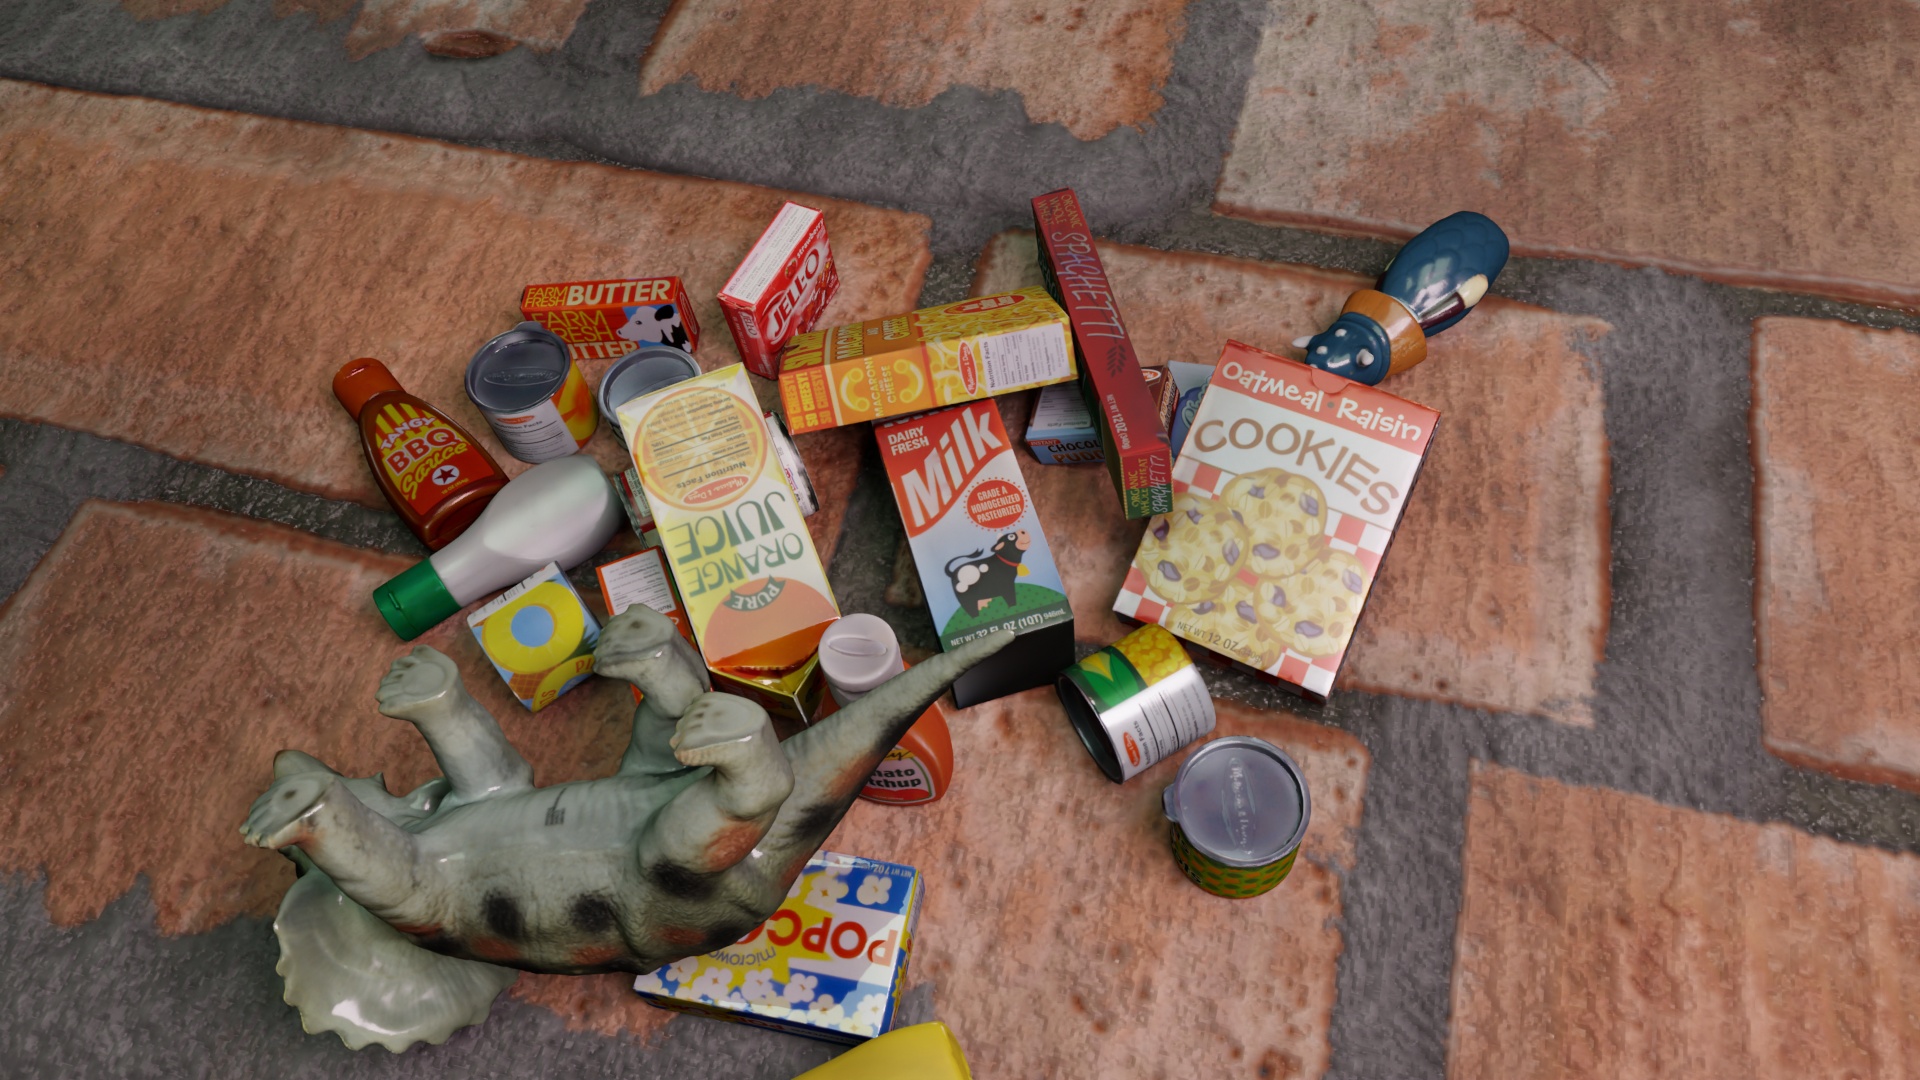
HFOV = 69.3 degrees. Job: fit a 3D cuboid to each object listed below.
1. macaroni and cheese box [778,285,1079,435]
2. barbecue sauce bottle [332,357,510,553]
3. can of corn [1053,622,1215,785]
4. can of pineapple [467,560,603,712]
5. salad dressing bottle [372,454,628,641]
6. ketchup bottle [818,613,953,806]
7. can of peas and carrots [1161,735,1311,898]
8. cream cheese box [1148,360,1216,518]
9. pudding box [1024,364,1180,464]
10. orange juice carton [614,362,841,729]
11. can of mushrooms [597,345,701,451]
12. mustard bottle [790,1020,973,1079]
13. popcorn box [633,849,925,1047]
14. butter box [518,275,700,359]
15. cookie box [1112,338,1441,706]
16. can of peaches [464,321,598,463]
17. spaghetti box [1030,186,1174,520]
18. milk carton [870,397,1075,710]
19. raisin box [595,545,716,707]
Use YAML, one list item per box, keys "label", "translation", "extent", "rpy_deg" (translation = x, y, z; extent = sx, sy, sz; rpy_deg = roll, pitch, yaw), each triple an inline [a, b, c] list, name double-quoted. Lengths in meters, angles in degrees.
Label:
- label: "macaroni and cheese box"
  translation: [-0.022, -0.111, 0.829]
  extent: [0.166, 0.040, 0.124]
  rpy_deg: [-11, 19, -1]
- label: "barbecue sauce bottle"
  translation: [-0.341, -0.058, 0.867]
  extent: [0.065, 0.043, 0.149]
  rpy_deg: [-34, 61, -23]
- label: "can of corn"
  translation: [0.090, 0.083, 0.727]
  extent: [0.058, 0.071, 0.071]
  rpy_deg: [-27, 61, -11]
- label: "can of pineapple"
  translation: [-0.231, 0.055, 0.776]
  extent: [0.058, 0.070, 0.071]
  rpy_deg: [-34, 62, -13]
- label: "salad dressing bottle"
  translation: [-0.272, 0.005, 0.822]
  extent: [0.148, 0.044, 0.064]
  rpy_deg: [-33, 78, -12]
- label: "ketchup bottle"
  translation: [-0.041, 0.086, 0.689]
  extent: [0.065, 0.148, 0.044]
  rpy_deg: [5, 59, 9]
- label: "can of peas and carrots"
  translation: [0.135, 0.139, 0.692]
  extent: [0.071, 0.058, 0.071]
  rpy_deg: [-3, 59, 5]
- label: "cream cheese box"
  translation: [0.144, -0.059, 0.829]
  extent: [0.053, 0.024, 0.104]
  rpy_deg: [7, 60, 12]
- label: "pudding box"
  translation: [0.084, -0.074, 0.825]
  extent: [0.083, 0.030, 0.050]
  rpy_deg: [-2, 56, 30]
- label: "orange juice carton"
  translation: [-0.112, 0.013, 0.729]
  extent: [0.073, 0.071, 0.193]
  rpy_deg: [-21, 75, -9]
- label: "can of mushrooms"
  translation: [-0.190, -0.085, 0.873]
  extent: [0.071, 0.033, 0.071]
  rpy_deg: [-2, 59, 4]
- label: "mustard bottle"
  translation: [-0.070, 0.274, 0.632]
  extent: [0.160, 0.065, 0.049]
  rpy_deg: [-26, 55, -3]
- label: "popcorn box"
  translation: [-0.088, 0.197, 0.691]
  extent: [0.127, 0.038, 0.085]
  rpy_deg: [8, 61, 10]
- label: "butter box"
  translation: [-0.227, -0.143, 0.900]
  extent: [0.103, 0.053, 0.024]
  rpy_deg: [-2, 58, 5]
- label: "cookie box"
  translation: [0.173, -0.012, 0.760]
  extent: [0.123, 0.040, 0.167]
  rpy_deg: [22, 82, 17]
- label: "can of peaches"
  translation: [-0.267, -0.092, 0.871]
  extent: [0.071, 0.057, 0.071]
  rpy_deg: [-3, 59, 5]
- label: "spaghetti box"
  translation: [0.078, -0.116, 0.801]
  extent: [0.029, 0.050, 0.251]
  rpy_deg: [-12, 46, 0]
- label: "milk carton"
  translation: [0.003, -0.010, 0.786]
  extent: [0.072, 0.073, 0.191]
  rpy_deg: [-15, 59, -3]
- label: "raisin box"
  translation: [-0.152, 0.077, 0.742]
  extent: [0.040, 0.085, 0.124]
  rpy_deg: [-19, 59, -10]
